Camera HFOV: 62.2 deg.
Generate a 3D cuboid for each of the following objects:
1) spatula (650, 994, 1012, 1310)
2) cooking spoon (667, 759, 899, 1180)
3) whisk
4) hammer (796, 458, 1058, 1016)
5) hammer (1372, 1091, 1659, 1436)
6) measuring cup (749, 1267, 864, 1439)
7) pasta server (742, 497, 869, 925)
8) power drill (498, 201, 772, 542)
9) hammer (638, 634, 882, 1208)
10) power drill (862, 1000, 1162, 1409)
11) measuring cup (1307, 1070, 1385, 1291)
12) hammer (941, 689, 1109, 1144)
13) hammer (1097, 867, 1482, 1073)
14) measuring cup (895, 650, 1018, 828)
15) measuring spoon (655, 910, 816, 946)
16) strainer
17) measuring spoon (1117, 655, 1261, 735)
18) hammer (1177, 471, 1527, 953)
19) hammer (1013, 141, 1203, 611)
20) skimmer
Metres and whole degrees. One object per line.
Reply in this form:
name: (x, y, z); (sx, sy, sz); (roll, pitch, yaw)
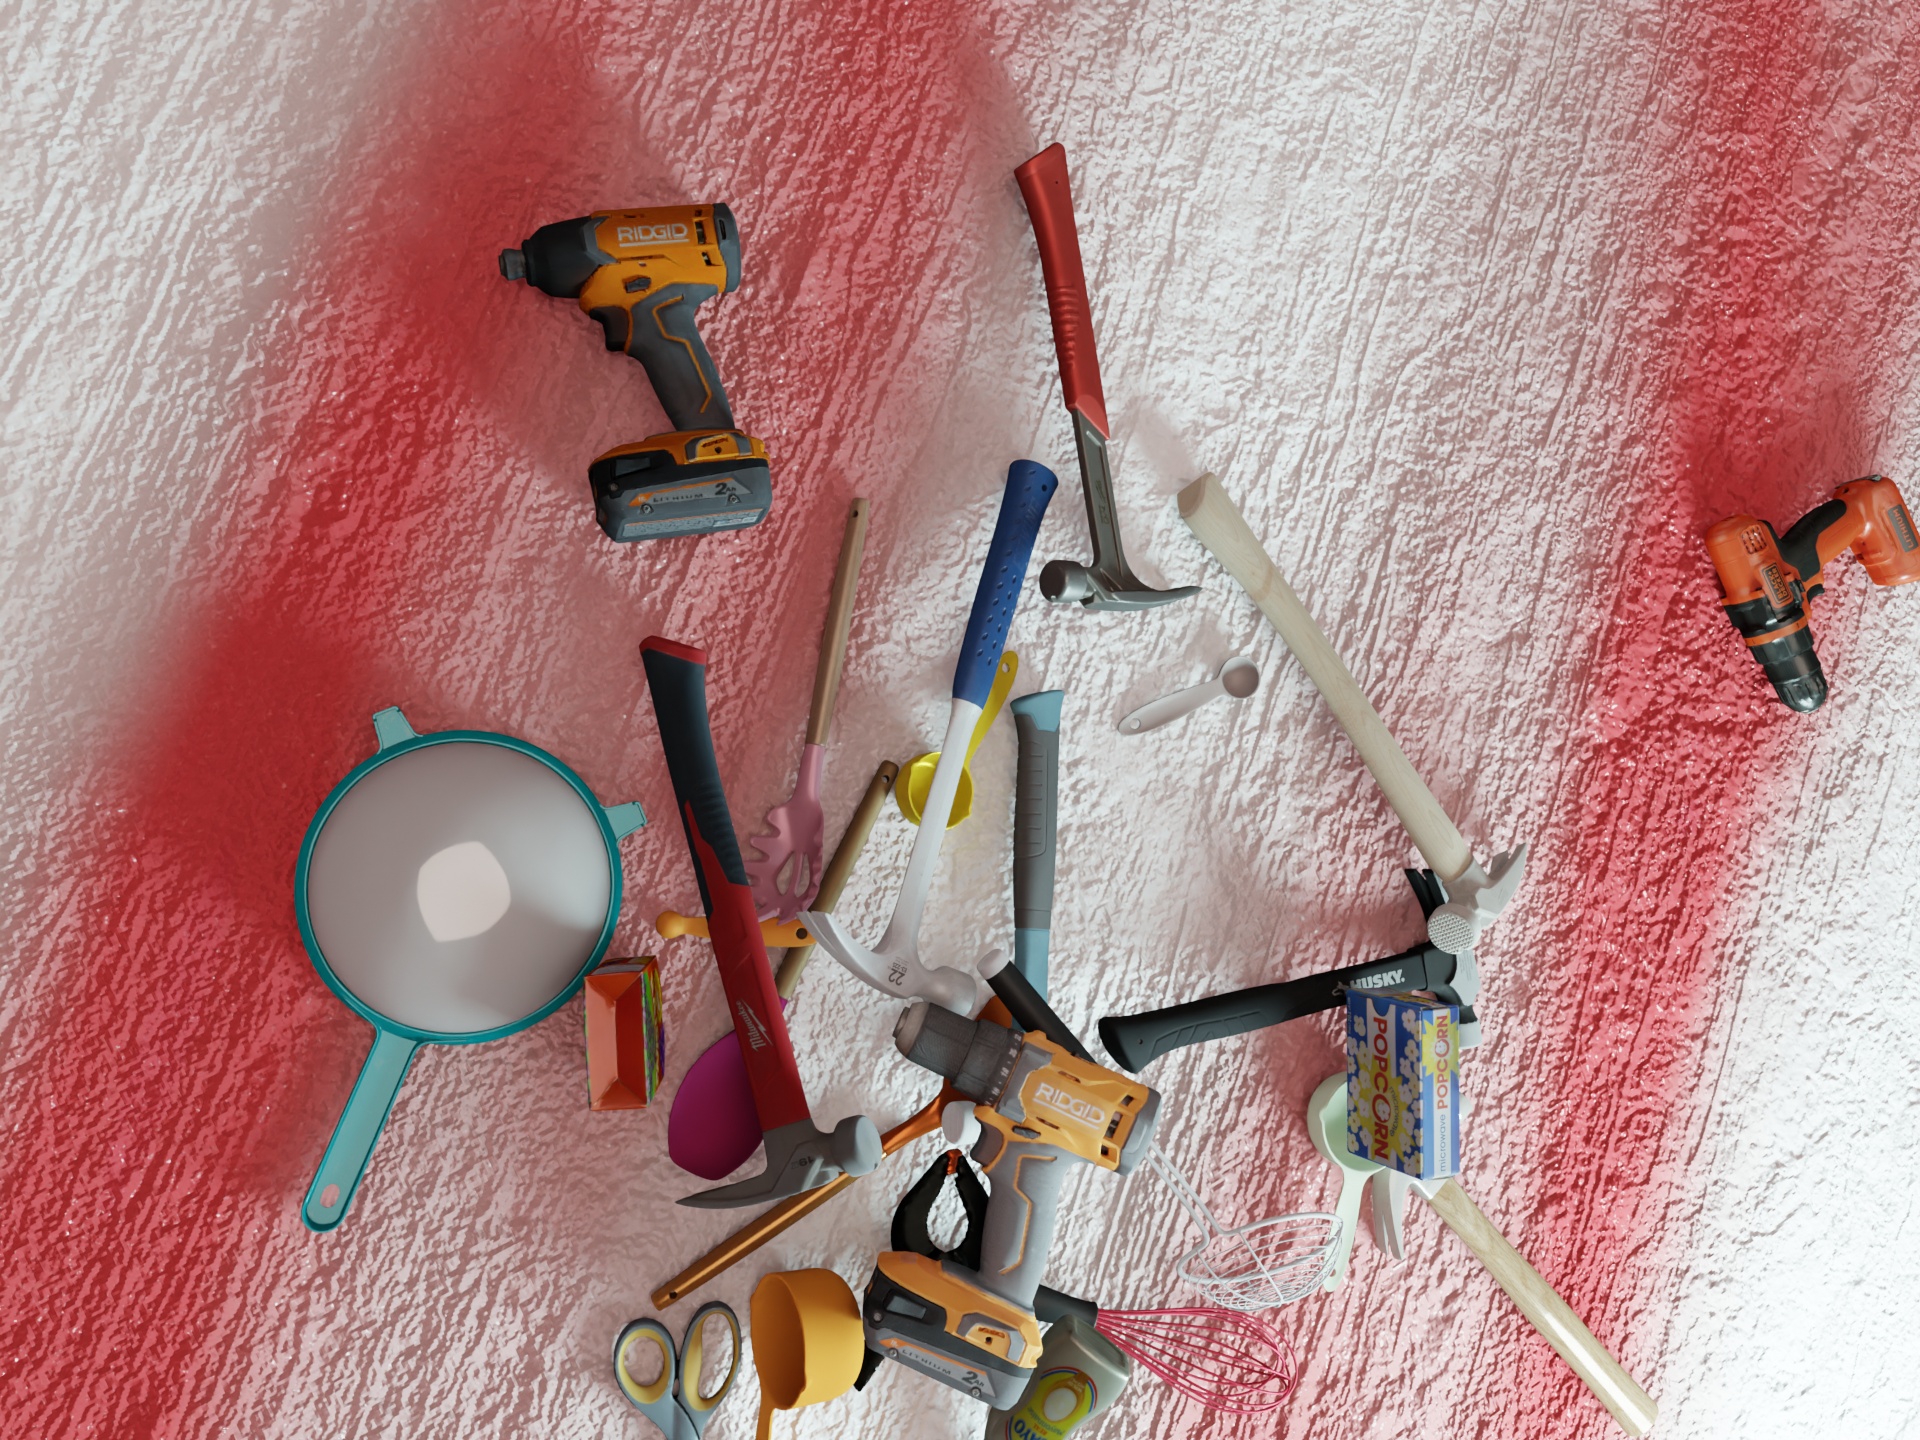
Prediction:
spatula: (-0.078, 0.316, 1.131); (0.322, 0.041, 0.081); (-32, 97, -13)
cooking spoon: (-0.117, 0.172, 1.129); (0.068, 0.017, 0.319); (26, 79, -3)
whisk: (0.114, 0.444, 1.163); (0.295, 0.073, 0.073); (20, 81, -8)
hammer: (-0.002, -0.004, 1.134); (0.144, 0.035, 0.406); (28, 69, -34)
hammer: (0.449, 0.453, 1.276); (0.130, 0.031, 0.331); (-44, 99, -16)
measuring cup: (-0.109, 0.457, 1.090); (0.052, 0.095, 0.173); (0, 107, -31)
pasta server: (-0.102, -0.010, 1.138); (0.060, 0.040, 0.316); (7, 81, 19)
power drill: (-0.221, -0.243, 1.098); (0.164, 0.084, 0.226); (-9, 84, -17)
hammer: (-0.170, 0.130, 1.078); (0.143, 0.038, 0.386); (-20, 78, 18)
power drill: (0.008, 0.312, 1.059); (0.185, 0.084, 0.226); (25, 85, 0)
measuring cup: (0.296, 0.354, 1.234); (0.083, 0.038, 0.167); (16, 84, -15)
hammer: (0.052, 0.139, 1.165); (0.128, 0.033, 0.331); (8, 80, -33)
hammer: (0.255, 0.207, 1.216); (0.334, 0.035, 0.146); (-8, 88, -24)
measuring cup: (0.001, 0.012, 1.178); (0.062, 0.029, 0.157); (41, 63, -25)
measuring spoon: (-0.155, 0.146, 1.113); (0.117, 0.011, 0.021); (5, 80, -6)
strainer: (-0.345, 0.167, 1.020); (0.211, 0.095, 0.340); (23, 78, -14)
measuring spoon: (0.176, -0.016, 1.238); (0.124, 0.018, 0.034); (-23, 93, -10)
hammer: (0.305, -0.021, 1.249); (0.146, 0.038, 0.410); (-35, 91, -47)
hammer: (0.098, -0.260, 1.206); (0.149, 0.037, 0.359); (-2, 81, -41)
skimmer: (0.139, 0.292, 1.150); (0.127, 0.090, 0.363); (-35, 99, 26)
